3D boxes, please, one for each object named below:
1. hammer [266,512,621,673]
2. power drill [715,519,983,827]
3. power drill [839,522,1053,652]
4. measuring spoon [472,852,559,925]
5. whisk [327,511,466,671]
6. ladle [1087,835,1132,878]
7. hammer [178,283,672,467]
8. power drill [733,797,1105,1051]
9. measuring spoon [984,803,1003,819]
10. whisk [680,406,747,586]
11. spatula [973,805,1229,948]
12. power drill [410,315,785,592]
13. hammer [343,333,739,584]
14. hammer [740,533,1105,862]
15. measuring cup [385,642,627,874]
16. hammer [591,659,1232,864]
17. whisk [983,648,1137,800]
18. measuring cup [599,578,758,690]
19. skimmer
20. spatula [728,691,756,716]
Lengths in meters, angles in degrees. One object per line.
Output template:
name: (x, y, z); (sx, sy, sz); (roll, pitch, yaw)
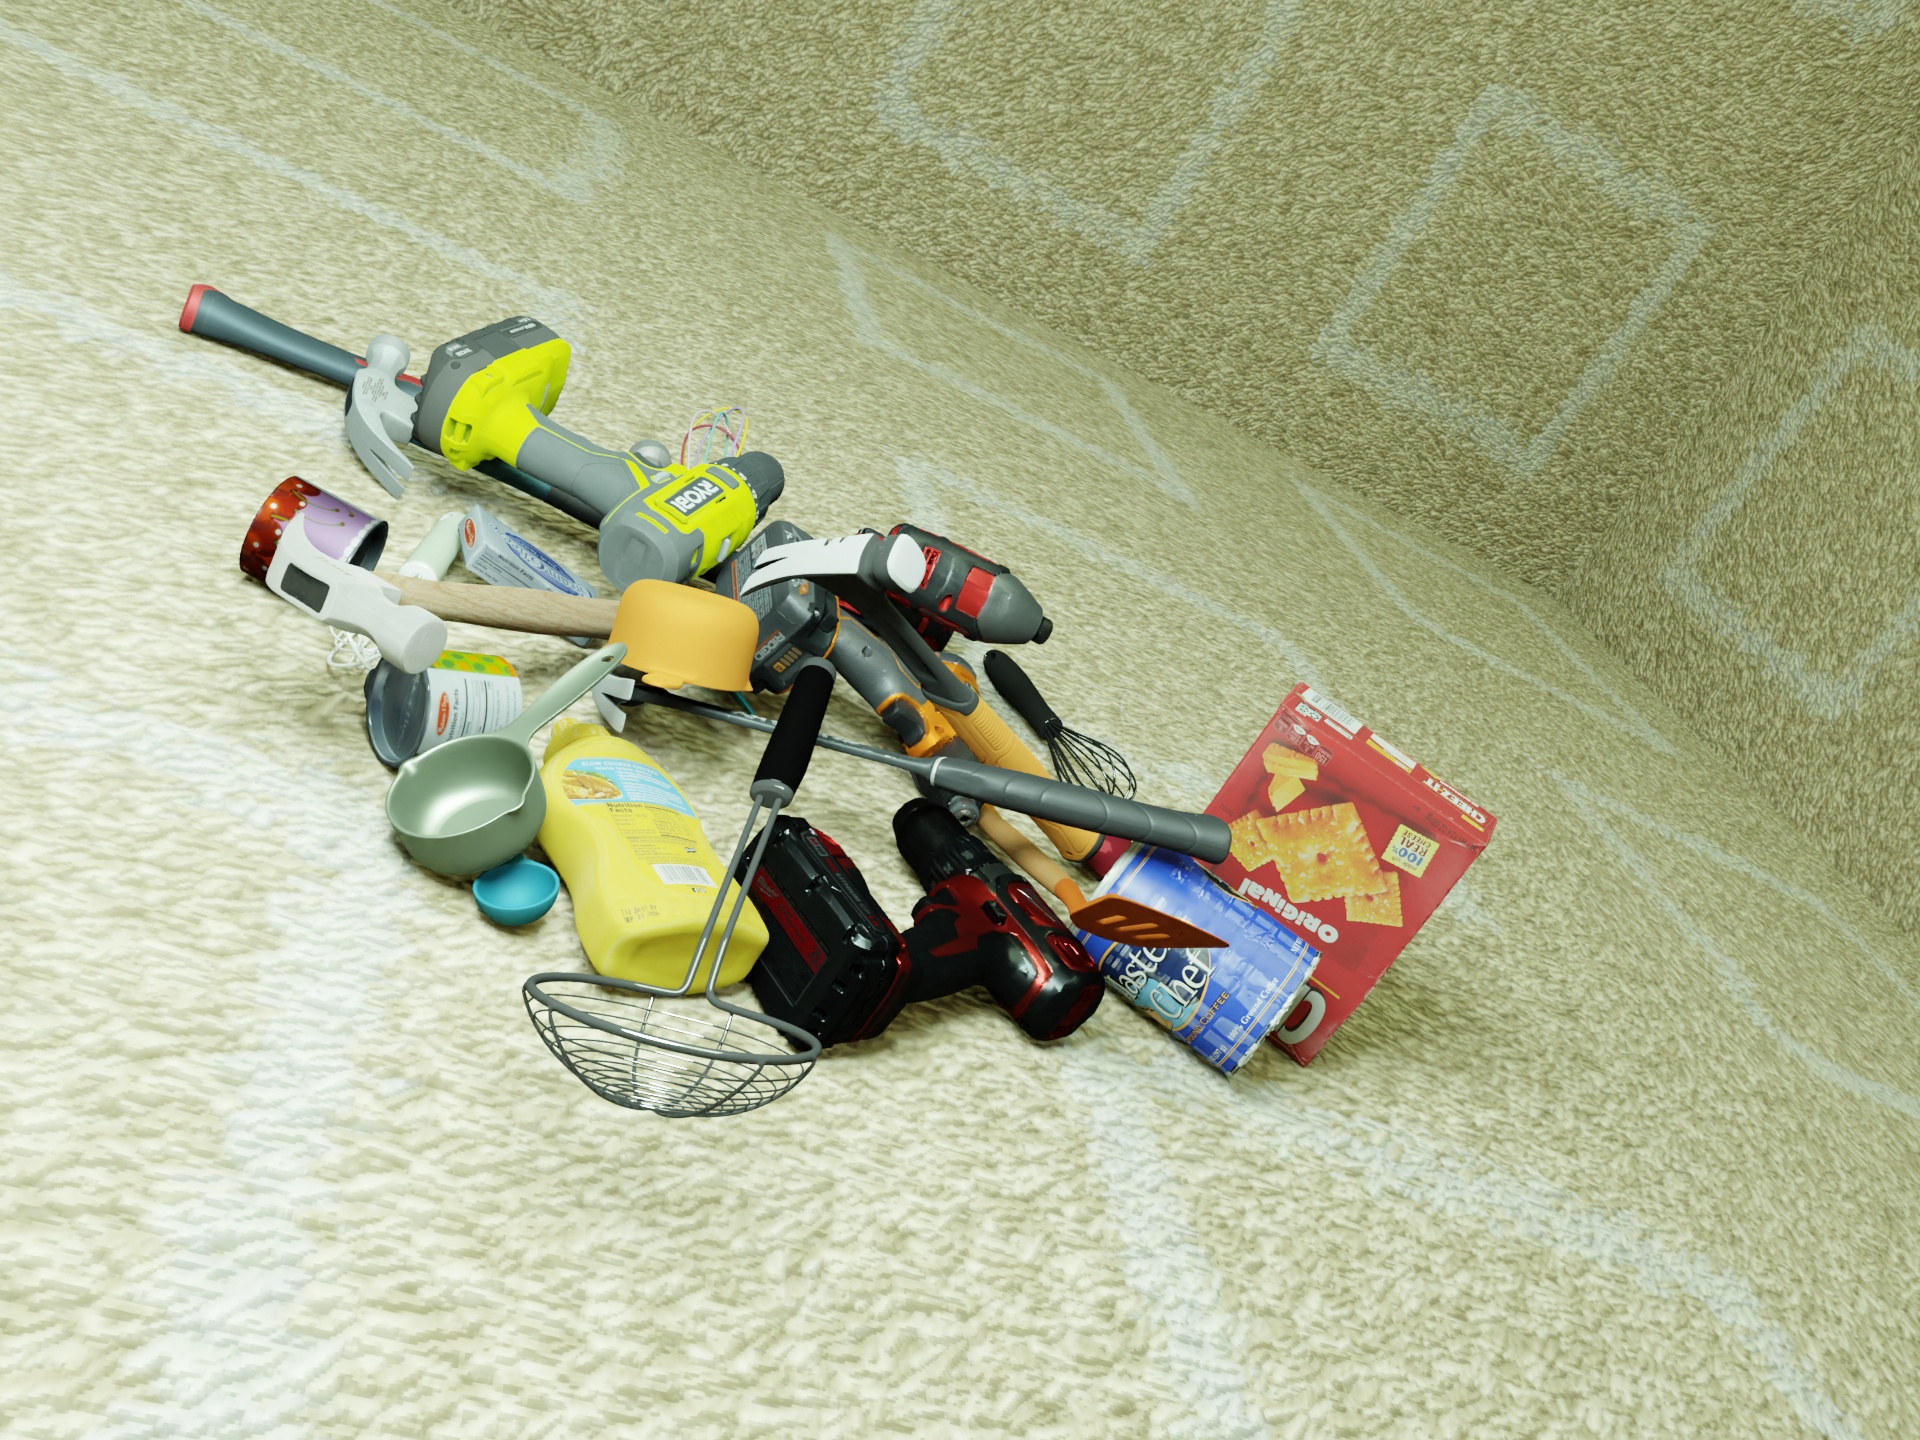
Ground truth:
hammer: (-0.266, -0.066, 0.919); (0.130, 0.031, 0.331); (29, 8, 15)
power drill: (-0.062, -0.023, 1.115); (0.226, 0.084, 0.164); (37, 24, -33)
power drill: (-0.020, -0.099, 1.258); (0.143, 0.078, 0.220); (24, -4, -18)
measuring spoon: (-0.240, 0.071, 0.833); (0.042, 0.021, 0.129); (-8, 30, -23)
whisk: (-0.340, -0.084, 0.990); (0.059, 0.058, 0.246); (61, 9, -23)
ladle: (0.019, 0.027, 1.239); (0.315, 0.031, 0.069); (37, 20, 17)
hammer: (-0.395, -0.234, 1.225); (0.386, 0.038, 0.143); (19, 28, -29)
power drill: (-0.035, 0.110, 0.938); (0.226, 0.080, 0.188); (9, 32, -49)
measuring spoon: (0.020, 0.061, 1.185); (0.021, 0.011, 0.117); (8, 32, -44)
whisk: (-0.203, -0.150, 1.194); (0.047, 0.051, 0.245); (13, 53, -6)
spatula: (0.063, 0.092, 1.013); (0.081, 0.041, 0.323); (24, 4, -21)
power drill: (-0.246, -0.188, 1.119); (0.228, 0.080, 0.191); (33, 35, 5)
hammer: (-0.293, -0.170, 1.185); (0.330, 0.033, 0.128); (24, 43, -23)
hammer: (-0.002, -0.003, 1.042); (0.127, 0.034, 0.336); (0, -35, 38)
measuring cup: (-0.226, 0.018, 0.836); (0.083, 0.038, 0.168); (15, 44, 27)
hammer: (-0.029, 0.027, 0.987); (0.409, 0.036, 0.149); (15, 6, -5)
whisk: (0.077, 0.004, 1.332); (0.055, 0.055, 0.239); (14, 25, -37)
measuring cup: (-0.163, -0.049, 0.926); (0.095, 0.052, 0.174); (15, 5, -7)
skimmer: (-0.103, 0.053, 0.779); (0.127, 0.090, 0.364); (14, 37, 0)
spatula: (-0.144, -0.069, 1.202); (0.082, 0.044, 0.317); (55, 19, -8)
